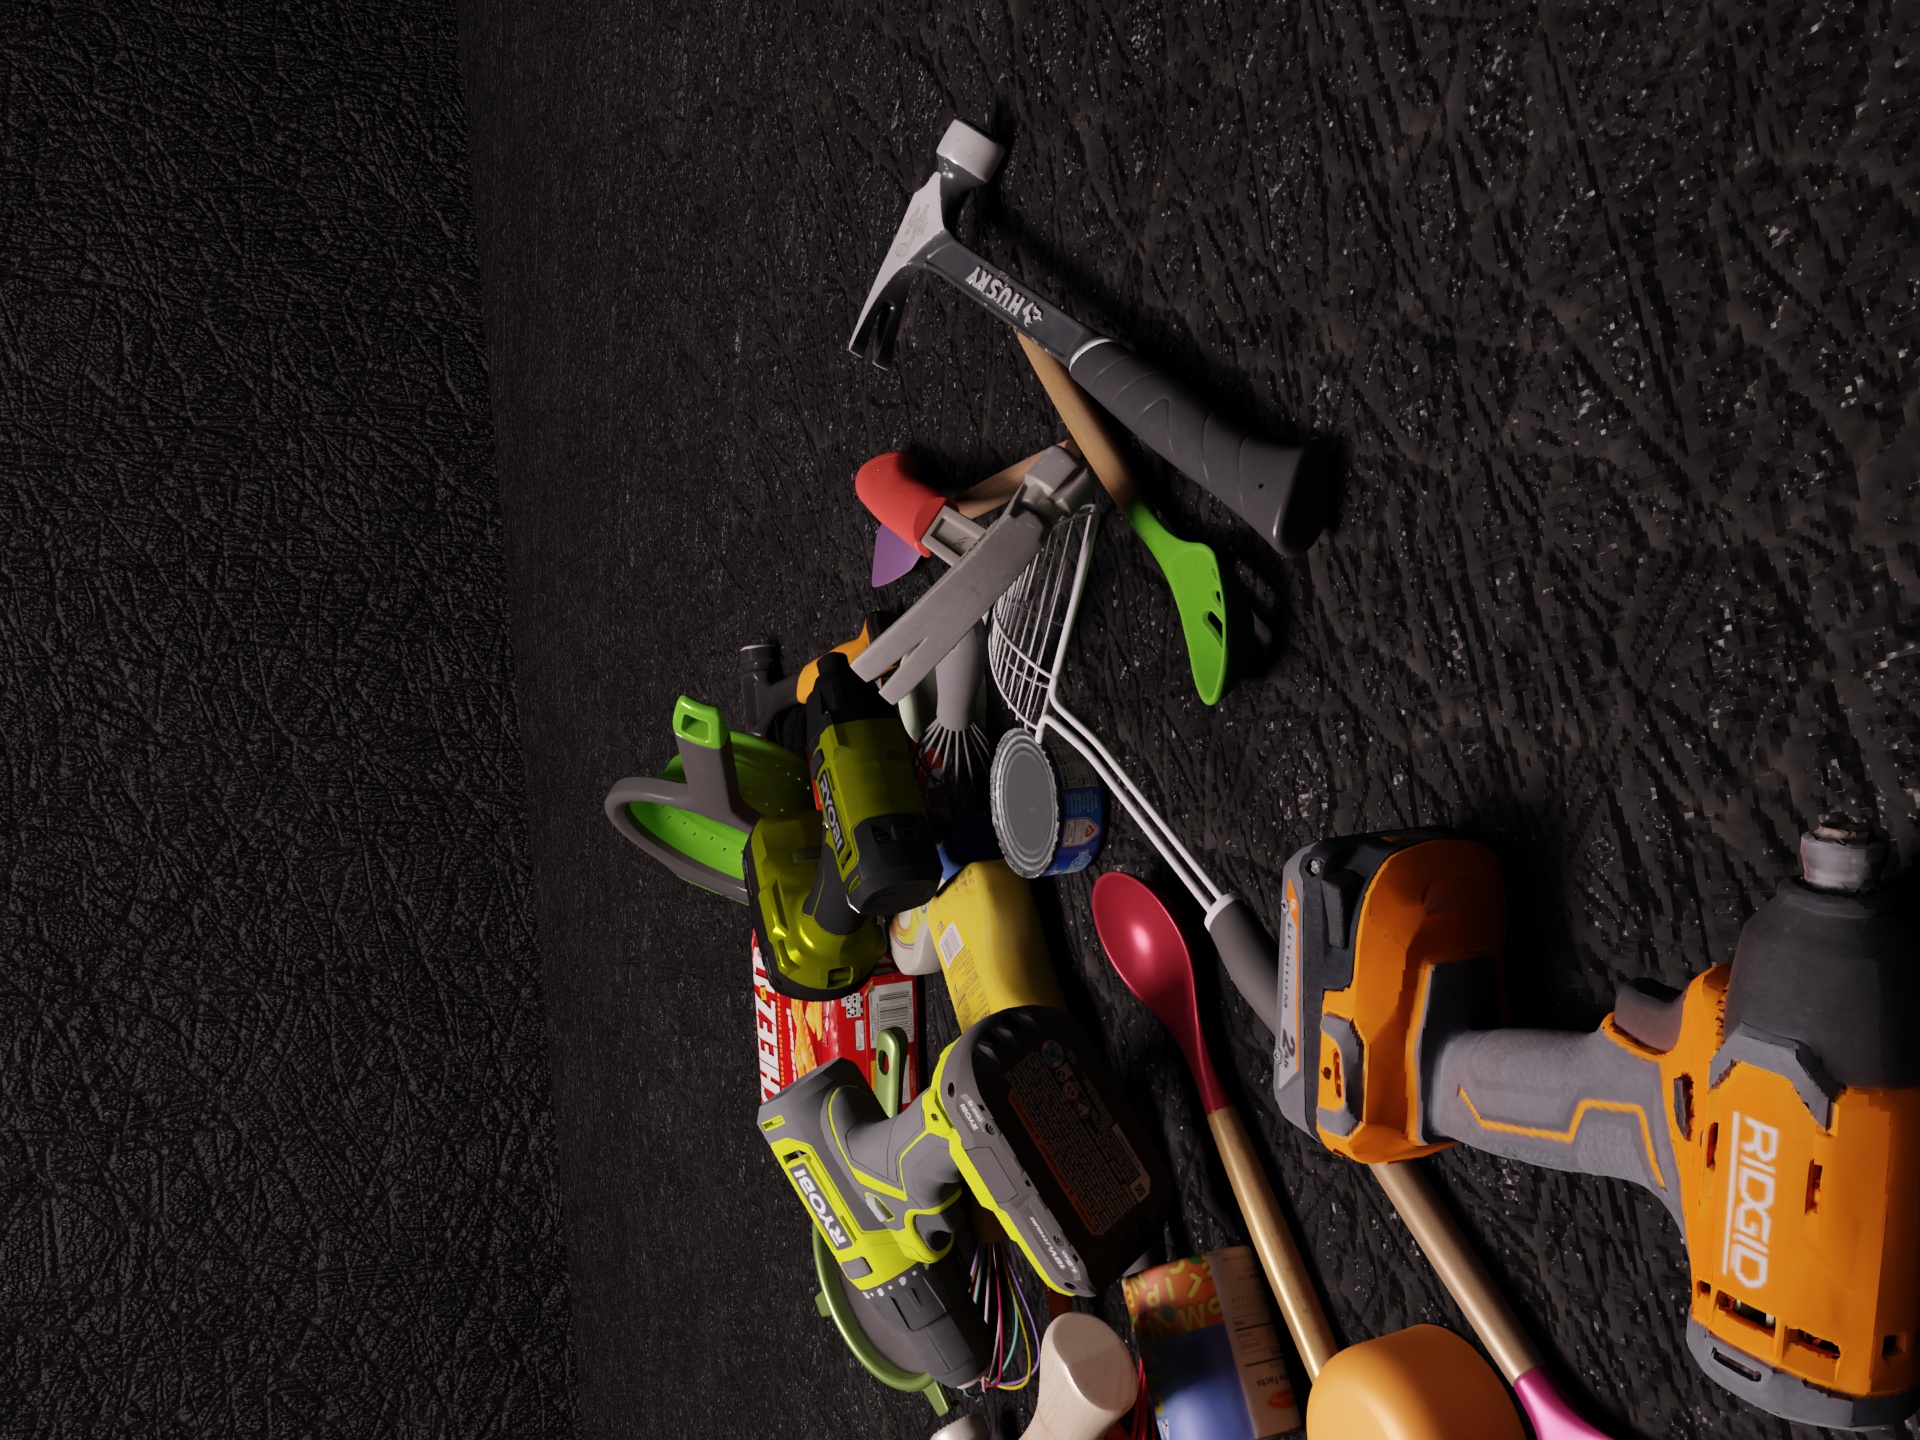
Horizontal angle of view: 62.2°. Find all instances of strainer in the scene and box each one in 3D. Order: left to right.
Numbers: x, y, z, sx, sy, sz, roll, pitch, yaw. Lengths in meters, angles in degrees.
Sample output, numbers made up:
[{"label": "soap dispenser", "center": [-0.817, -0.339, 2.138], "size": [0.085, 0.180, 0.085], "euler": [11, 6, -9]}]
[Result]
[{"label": "strainer", "center": [-0.031, 0.321, 1.077], "size": [0.152, 0.069, 0.256], "euler": [18, 111, 48]}]

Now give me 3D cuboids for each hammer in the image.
[{"label": "hammer", "center": [-0.113, -0.025, 1.264], "size": [0.337, 0.034, 0.127], "euler": [161, 105, -65]}, {"label": "hammer", "center": [-0.027, -0.111, 0.930], "size": [0.149, 0.036, 0.359], "euler": [-46, 19, 2]}, {"label": "hammer", "center": [0.046, 0.410, 0.854], "size": [0.146, 0.038, 0.410], "euler": [61, 158, 29]}, {"label": "hammer", "center": [0.056, -0.188, 0.818], "size": [0.149, 0.036, 0.409], "euler": [-58, 40, 16]}]

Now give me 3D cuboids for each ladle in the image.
[{"label": "ladle", "center": [0.133, 0.210, 0.755], "size": [0.069, 0.031, 0.316], "euler": [115, 142, -51]}]

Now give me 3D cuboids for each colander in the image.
[{"label": "colander", "center": [-0.171, 0.040, 1.220], "size": [0.396, 0.204, 0.094], "euler": [101, -169, -66]}]

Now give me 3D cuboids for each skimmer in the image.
[{"label": "skimmer", "center": [0.114, 0.037, 0.756], "size": [0.364, 0.090, 0.127], "euler": [55, 149, 35]}]

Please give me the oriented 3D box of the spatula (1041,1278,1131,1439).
[{"label": "spatula", "center": [0.060, 0.312, 0.942], "size": [0.081, 0.041, 0.323], "euler": [119, 145, -52]}]

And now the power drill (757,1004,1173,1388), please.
[{"label": "power drill", "center": [0.002, 0.254, 0.834], "size": [0.228, 0.080, 0.190], "euler": [-36, 84, 48]}]

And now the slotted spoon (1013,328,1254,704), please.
[{"label": "slotted spoon", "center": [0.082, -0.126, 0.817], "size": [0.070, 0.031, 0.314], "euler": [94, 160, -45]}]

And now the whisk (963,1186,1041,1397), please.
[{"label": "whisk", "center": [0.014, 0.313, 0.934], "size": [0.047, 0.051, 0.244], "euler": [38, 140, 47]}]

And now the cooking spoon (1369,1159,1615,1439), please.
[{"label": "cooking spoon", "center": [0.203, 0.227, 0.607], "size": [0.068, 0.017, 0.319], "euler": [-56, 39, 25]}]

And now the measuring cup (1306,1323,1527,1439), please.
[{"label": "measuring cup", "center": [0.180, 0.334, 0.634], "size": [0.095, 0.052, 0.173], "euler": [177, 91, -66]}]

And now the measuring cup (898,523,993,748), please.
[{"label": "measuring cup", "center": [-0.007, -0.053, 1.011], "size": [0.083, 0.038, 0.167], "euler": [-119, 32, -44]}]

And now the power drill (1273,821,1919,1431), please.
[{"label": "power drill", "center": [0.204, 0.098, 0.518], "size": [0.227, 0.084, 0.164], "euler": [17, 108, 60]}]

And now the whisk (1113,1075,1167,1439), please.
[{"label": "whisk", "center": [0.102, 0.329, 0.806], "size": [0.073, 0.073, 0.296], "euler": [131, 135, -58]}]

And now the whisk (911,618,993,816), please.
[{"label": "whisk", "center": [-0.002, -0.002, 0.928], "size": [0.238, 0.055, 0.055], "euler": [95, 162, -65]}]

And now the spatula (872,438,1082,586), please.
[{"label": "spatula", "center": [-0.001, -0.136, 1.013], "size": [0.316, 0.018, 0.060], "euler": [168, 109, -66]}]

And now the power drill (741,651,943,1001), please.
[{"label": "power drill", "center": [-0.081, 0.075, 1.040], "size": [0.223, 0.080, 0.171], "euler": [118, 141, -54]}]
